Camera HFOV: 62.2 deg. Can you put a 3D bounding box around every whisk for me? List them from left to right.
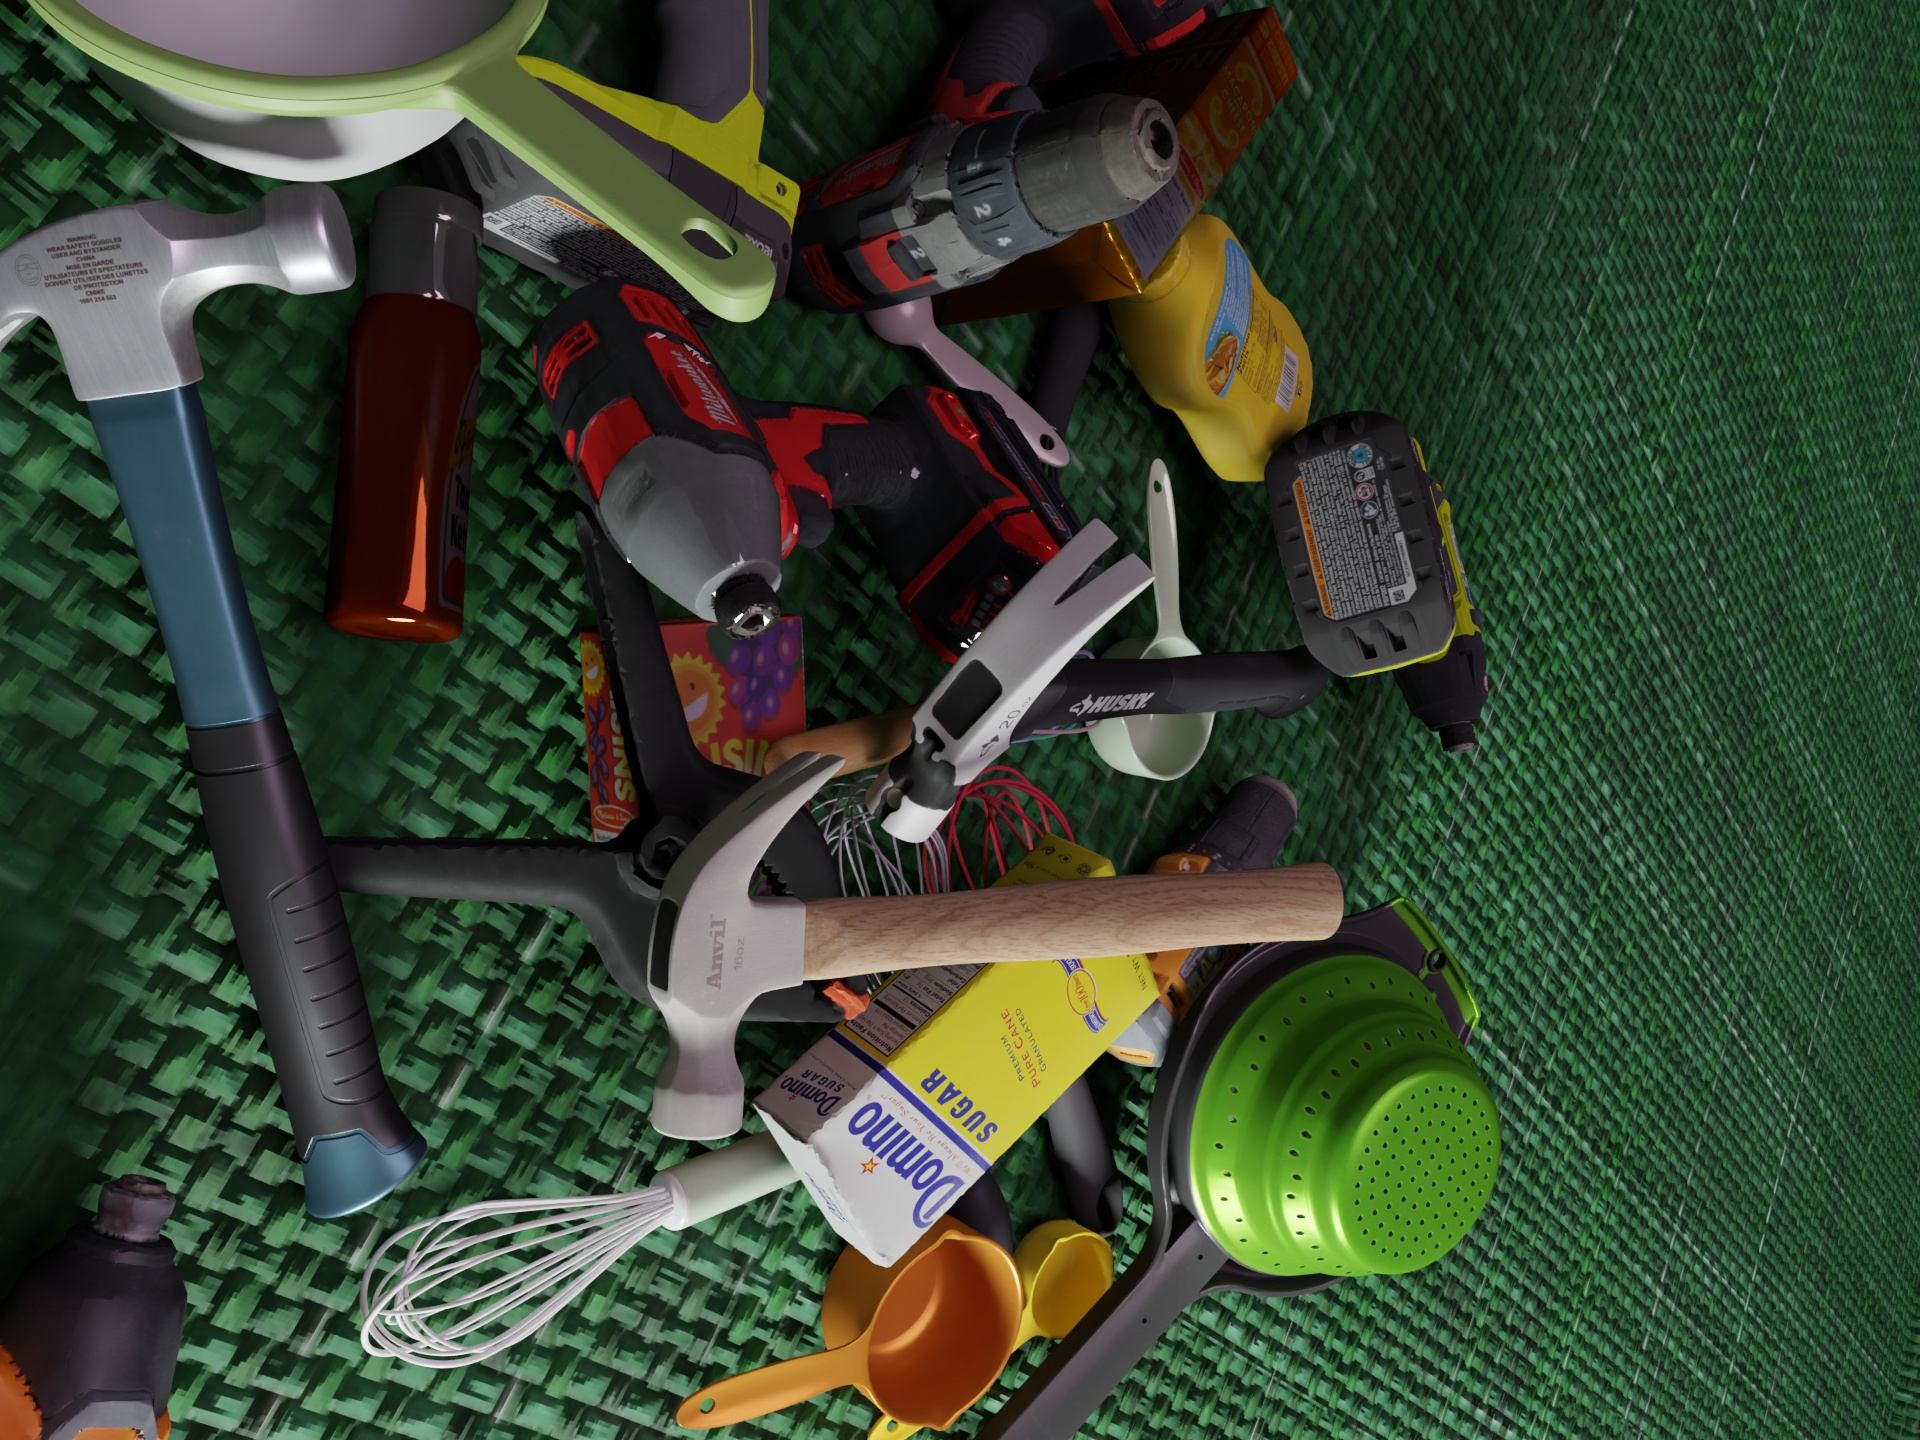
[{"bbox_3d":[-0.124,0.196,0.638,0.246,0.058,0.059,-8,133,-47],"label":"whisk"},{"bbox_3d":[-0.014,0.150,0.731,0.070,0.070,0.284,-36,122,-37],"label":"whisk"},{"bbox_3d":[0.000,-0.004,0.718,0.245,0.047,0.051,-15,99,-54],"label":"whisk"},{"bbox_3d":[0.041,0.149,0.789,0.073,0.073,0.295,-39,125,-36],"label":"whisk"},{"bbox_3d":[0.043,-0.140,0.775,0.055,0.055,0.239,33,66,-41],"label":"whisk"}]

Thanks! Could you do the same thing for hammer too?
[{"bbox_3d":[-0.222,0.012,0.497,0.128,0.033,0.330,-8,110,-4],"label":"hammer"},{"bbox_3d":[0.033,0.077,0.632,0.331,0.031,0.130,1,94,-36],"label":"hammer"},{"bbox_3d":[0.098,-0.020,0.743,0.334,0.035,0.146,-5,138,-55],"label":"hammer"}]

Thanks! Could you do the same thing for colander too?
[{"bbox_3d":[0.147,0.266,0.789,0.397,0.094,0.204,-44,115,-14],"label":"colander"}]

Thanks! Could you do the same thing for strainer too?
[{"bbox_3d":[-0.162,-0.184,0.482,0.256,0.069,0.151,38,55,6],"label":"strainer"}]

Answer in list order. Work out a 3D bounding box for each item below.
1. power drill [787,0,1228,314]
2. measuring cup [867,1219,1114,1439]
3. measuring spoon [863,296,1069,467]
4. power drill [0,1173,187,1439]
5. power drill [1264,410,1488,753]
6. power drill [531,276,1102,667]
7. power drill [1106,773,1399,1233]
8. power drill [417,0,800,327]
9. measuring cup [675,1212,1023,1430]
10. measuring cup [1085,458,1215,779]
[{"bbox_3d":[0.036,-0.267,0.663,0.080,0.188,0.227,49,56,-34],"label":"power drill"},{"bbox_3d":[0.011,0.307,0.796,0.156,0.029,0.062,-29,115,-27],"label":"measuring cup"},{"bbox_3d":[0.007,-0.160,0.727,0.124,0.018,0.034,40,62,-15],"label":"measuring spoon"},{"bbox_3d":[-0.321,0.191,0.414,0.226,0.084,0.164,29,72,-46],"label":"power drill"},{"bbox_3d":[0.250,-0.074,0.903,0.223,0.080,0.171,16,61,-62],"label":"power drill"},{"bbox_3d":[-0.049,-0.083,0.611,0.219,0.078,0.143,6,47,-51],"label":"power drill"},{"bbox_3d":[0.168,0.159,0.900,0.185,0.084,0.226,-51,120,-30],"label":"power drill"},{"bbox_3d":[-0.118,-0.281,0.584,0.190,0.080,0.228,19,77,-44],"label":"power drill"},{"bbox_3d":[-0.055,0.272,0.706,0.173,0.052,0.095,-4,100,-34],"label":"measuring cup"},{"bbox_3d":[0.096,-0.053,0.840,0.083,0.038,0.167,-7,96,-44],"label":"measuring cup"}]
